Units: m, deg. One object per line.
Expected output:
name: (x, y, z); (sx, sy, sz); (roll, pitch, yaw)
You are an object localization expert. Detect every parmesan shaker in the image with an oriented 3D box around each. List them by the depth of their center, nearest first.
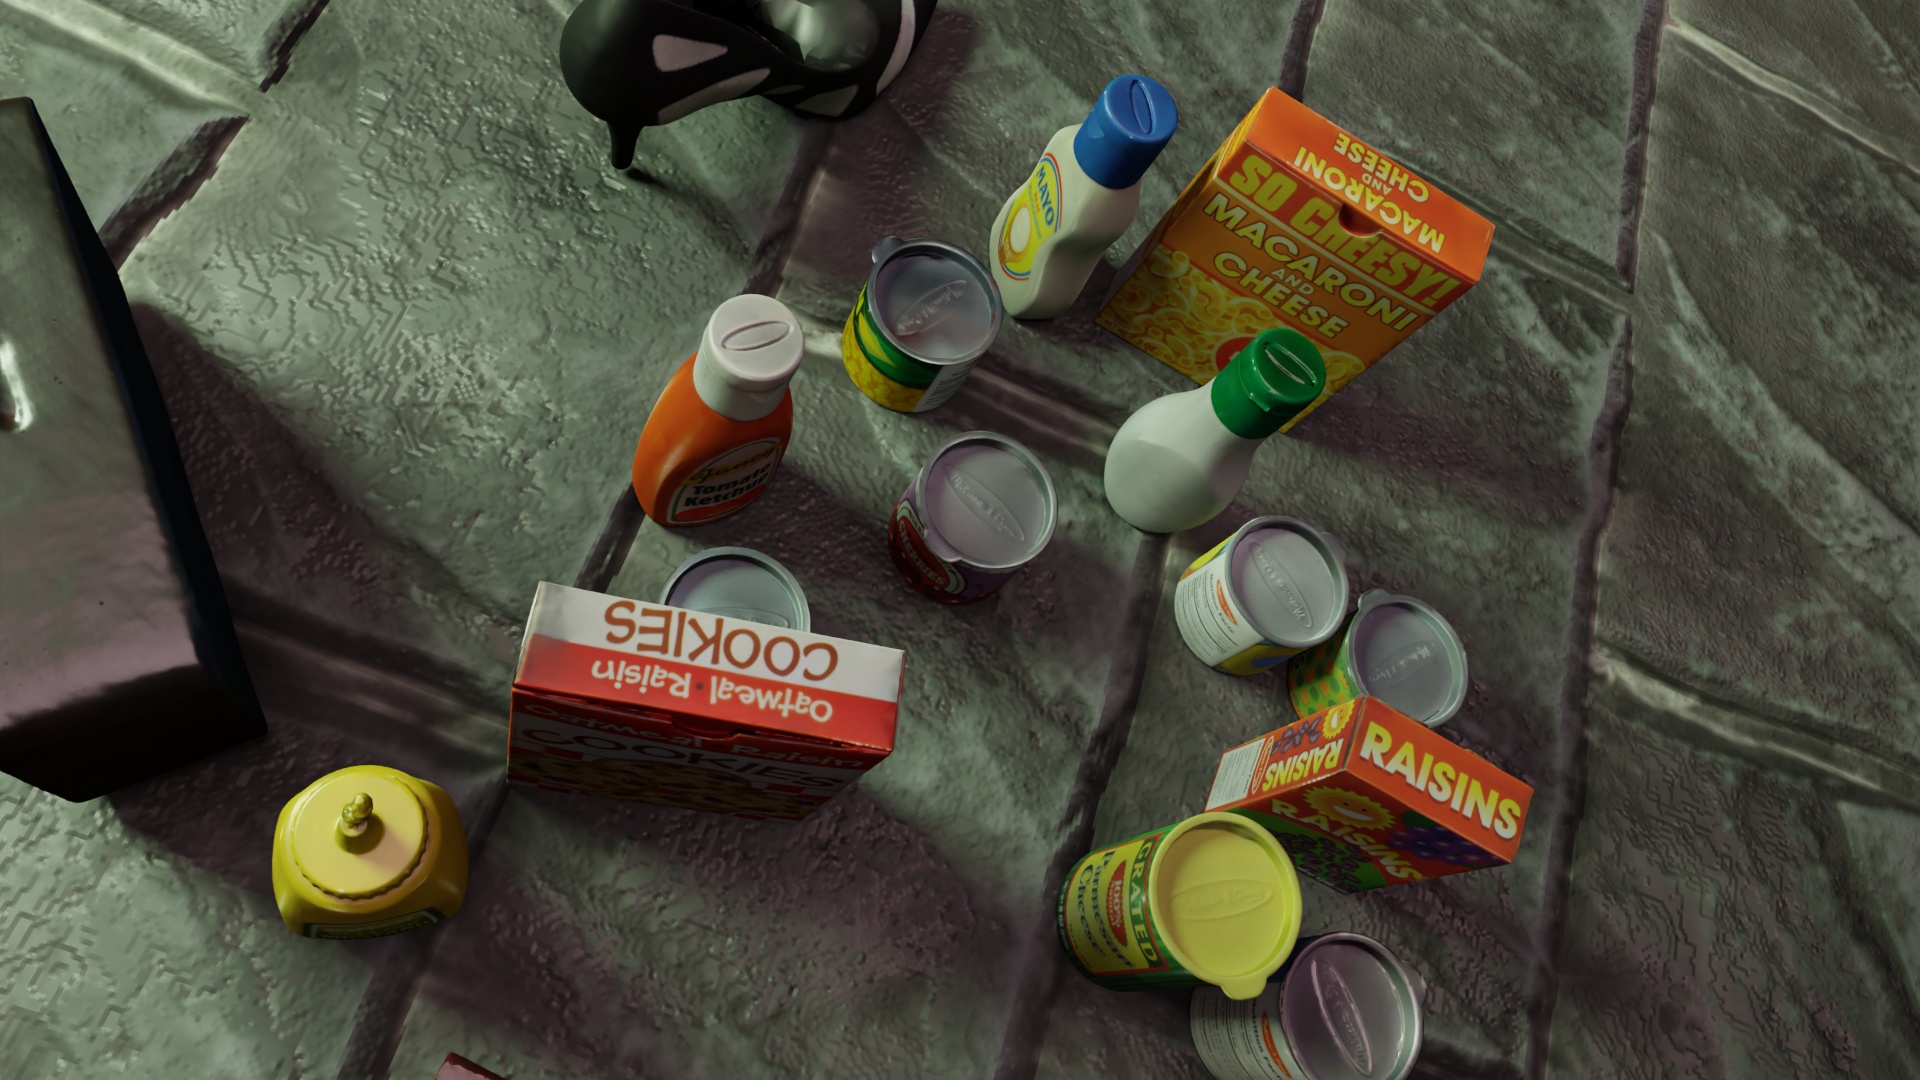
parmesan shaker: (0.088, 0.158, 0.584); (0.071, 0.102, 0.071); (6, 69, -17)

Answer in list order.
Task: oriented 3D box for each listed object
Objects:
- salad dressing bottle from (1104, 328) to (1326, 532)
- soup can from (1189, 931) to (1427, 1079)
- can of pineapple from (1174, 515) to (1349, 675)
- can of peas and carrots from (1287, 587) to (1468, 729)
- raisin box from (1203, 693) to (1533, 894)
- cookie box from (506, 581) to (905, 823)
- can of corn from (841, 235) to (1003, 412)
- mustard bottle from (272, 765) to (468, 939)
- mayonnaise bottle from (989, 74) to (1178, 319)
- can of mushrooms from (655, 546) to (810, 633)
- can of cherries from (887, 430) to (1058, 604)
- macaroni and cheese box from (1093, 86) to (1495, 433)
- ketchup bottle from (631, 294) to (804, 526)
salad dressing bottle: (0.116, -0.049, 0.647); (0.064, 0.147, 0.044); (39, 63, -2)
soup can: (0.149, 0.205, 0.598); (0.071, 0.083, 0.071); (6, 69, -17)
can of pineapple: (0.147, 0.028, 0.679); (0.071, 0.057, 0.071); (6, 69, -17)
can of peas and carrots: (0.202, 0.064, 0.683); (0.071, 0.058, 0.071); (6, 69, -17)
raisin box: (0.177, 0.116, 0.619); (0.086, 0.123, 0.040); (30, 64, -6)
cookie box: (-0.102, 0.069, 0.517); (0.123, 0.166, 0.040); (12, 68, -15)
can of corn: (-0.022, -0.104, 0.671); (0.071, 0.058, 0.071); (6, 69, -17)
mustard bottle: (-0.202, 0.106, 0.472); (0.065, 0.159, 0.049); (-4, 72, -20)
mayonnaise bottle: (0.056, -0.165, 0.670); (0.041, 0.147, 0.065); (-3, 72, -20)
can of mushrooms: (-0.101, 0.041, 0.602); (0.071, 0.033, 0.071); (6, 69, -17)
can of cherries: (0.002, -0.008, 0.642); (0.071, 0.058, 0.072); (6, 69, -17)
macaroni and cheese box: (0.156, -0.128, 0.680); (0.124, 0.165, 0.040); (29, 64, -7)
ketchup bottle: (-0.098, -0.052, 0.574); (0.065, 0.148, 0.043); (-21, 79, -24)
